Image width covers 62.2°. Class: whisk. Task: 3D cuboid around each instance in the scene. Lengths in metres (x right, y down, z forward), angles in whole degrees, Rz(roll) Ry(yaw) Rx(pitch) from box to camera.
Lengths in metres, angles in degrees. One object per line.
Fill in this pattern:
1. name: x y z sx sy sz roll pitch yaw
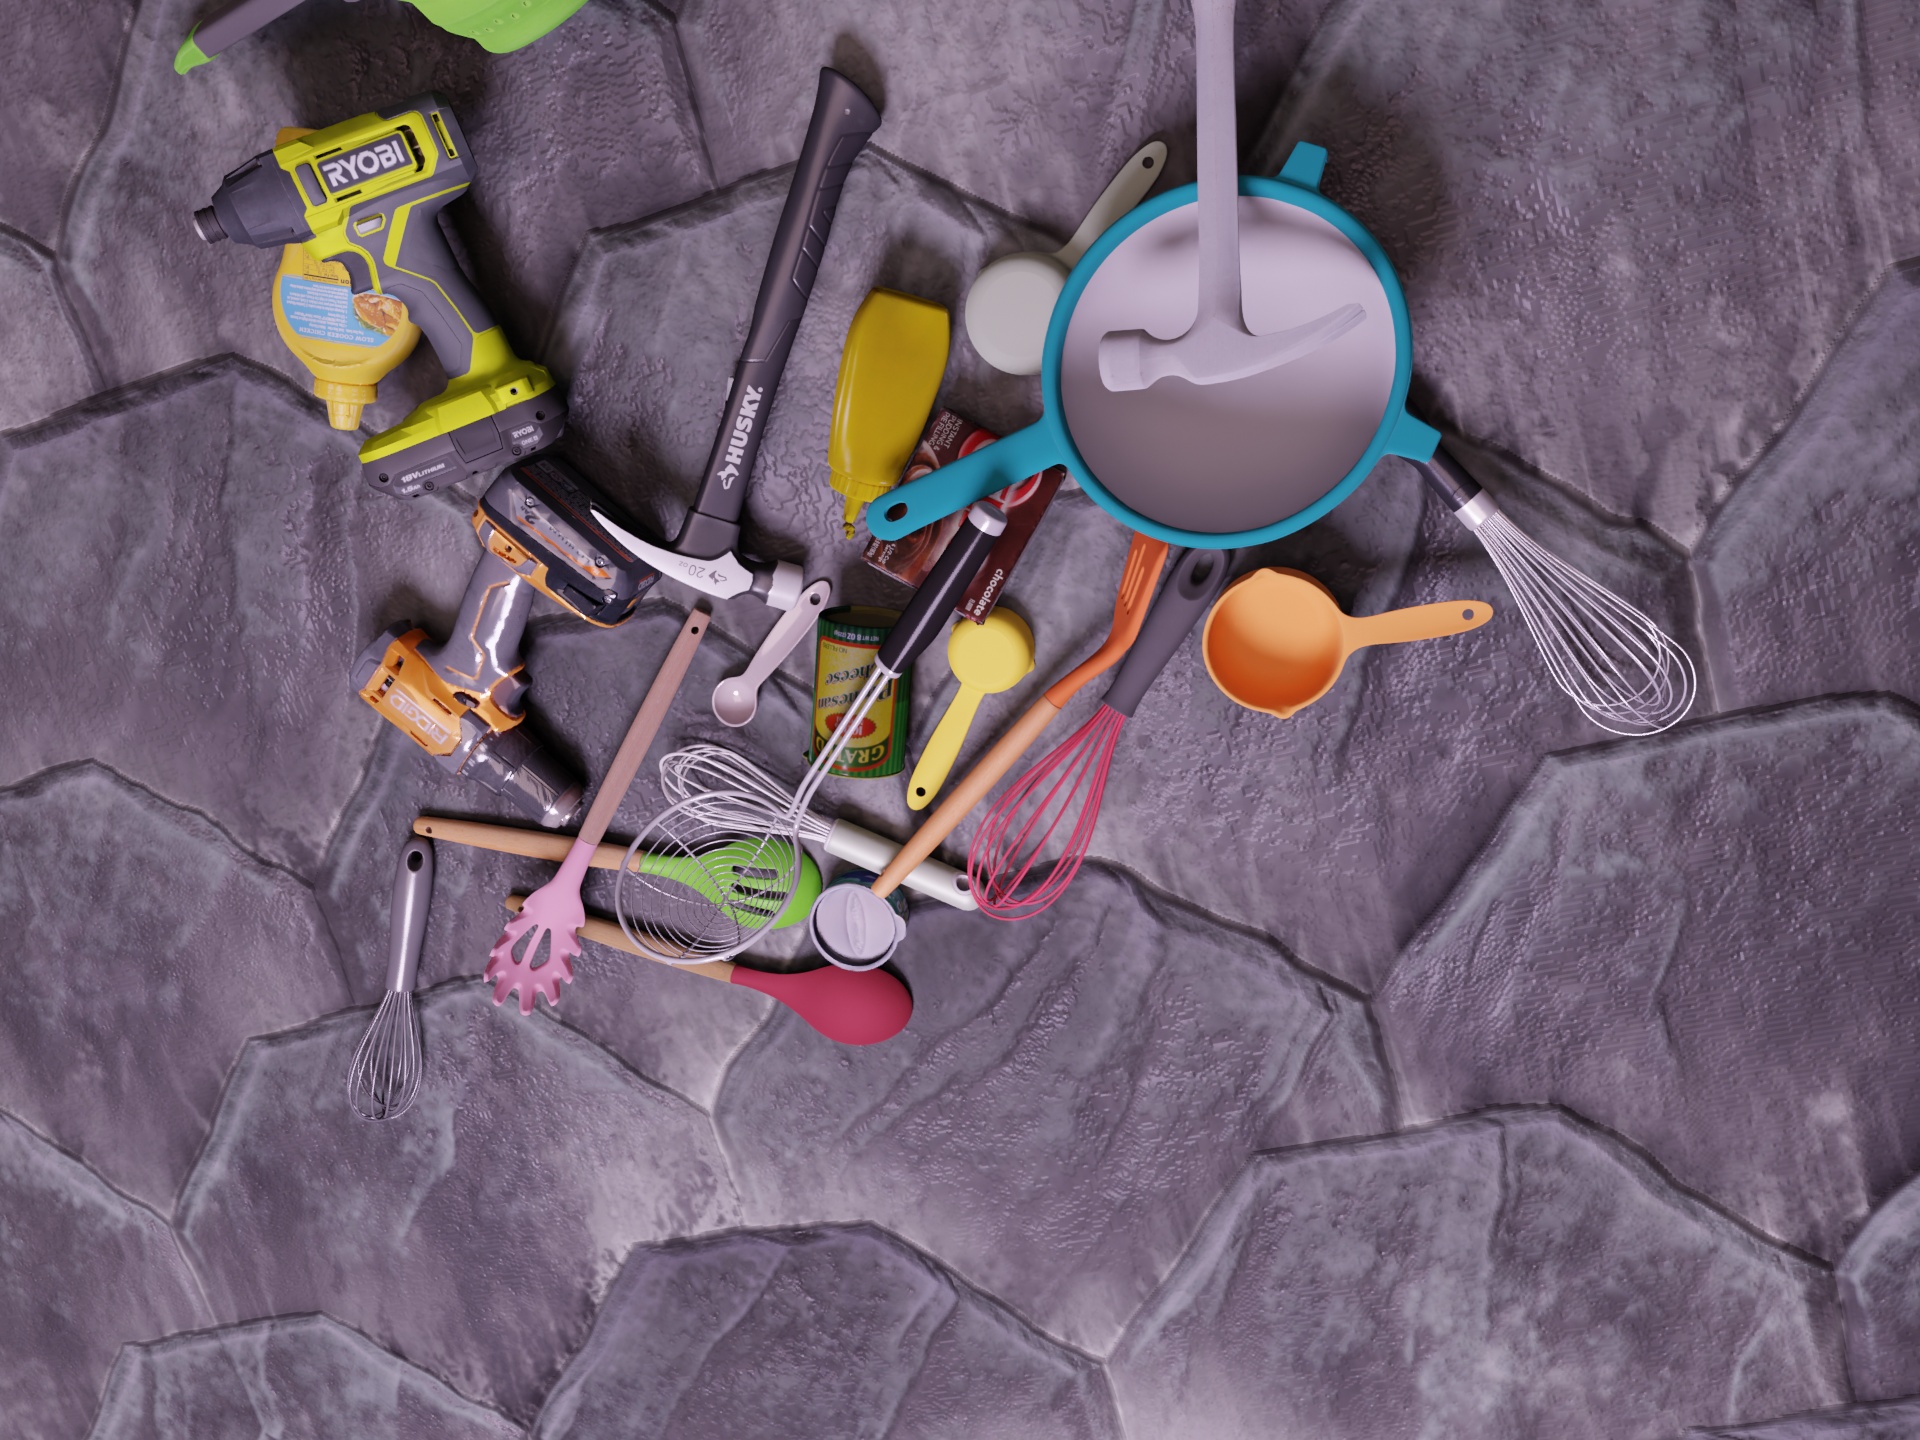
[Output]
1. whisk: 0.334 -0.104 0.958 0.070 0.070 0.284 -42 89 19
2. whisk: 0.092 0.008 1.040 0.073 0.073 0.296 32 103 3
3. whisk: -0.430 0.200 1.213 0.055 0.055 0.239 14 103 8
4. whisk: -0.097 0.077 1.109 0.246 0.058 0.059 23 143 3

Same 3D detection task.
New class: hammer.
1. hammer: 0.146 -0.390 0.875 0.144 0.035 0.405 -1 90 20
2. hammer: -0.127 -0.243 1.013 0.146 0.035 0.334 15 105 -17

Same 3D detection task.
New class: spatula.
1. spatula: 0.037 -0.001 1.031 0.041 0.081 0.322 35 110 -18

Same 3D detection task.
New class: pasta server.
1. pasta server: -0.250 0.063 1.118 0.060 0.040 0.316 25 101 -20

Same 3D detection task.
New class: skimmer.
1. skimmer: -0.096 0.007 0.989 0.363 0.090 0.127 -54 50 27

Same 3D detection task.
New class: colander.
1. colander: -0.337 -0.455 0.987 0.397 0.205 0.094 -11 138 31

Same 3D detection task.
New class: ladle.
1. ladle: -0.189 0.175 1.162 0.315 0.031 0.069 15 113 10

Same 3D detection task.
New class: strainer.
1. strainer: 0.105 -0.181 0.961 0.340 0.095 0.211 -22 83 20

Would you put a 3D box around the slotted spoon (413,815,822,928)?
1. slotted spoon: -0.254 0.101 1.156 0.314 0.031 0.070 8 106 12

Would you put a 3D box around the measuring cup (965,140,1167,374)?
1. measuring cup: 0.068 -0.284 0.972 0.083 0.038 0.167 41 111 -1

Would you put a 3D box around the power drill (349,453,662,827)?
1. power drill: -0.297 -0.046 1.100 0.185 0.084 0.226 41 113 -3

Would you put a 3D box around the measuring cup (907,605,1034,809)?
1. measuring cup: -0.002 -0.003 1.068 0.062 0.029 0.156 27 106 4

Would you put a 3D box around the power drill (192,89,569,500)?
1. power drill: -0.362 -0.263 1.015 0.171 0.080 0.223 -24 110 -7

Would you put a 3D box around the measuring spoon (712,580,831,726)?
1. measuring spoon: -0.126 -0.047 1.096 0.034 0.018 0.124 42 103 12

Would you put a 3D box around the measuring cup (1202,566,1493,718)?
1. measuring cup: 0.238 -0.059 0.991 0.173 0.052 0.095 -8 103 13
